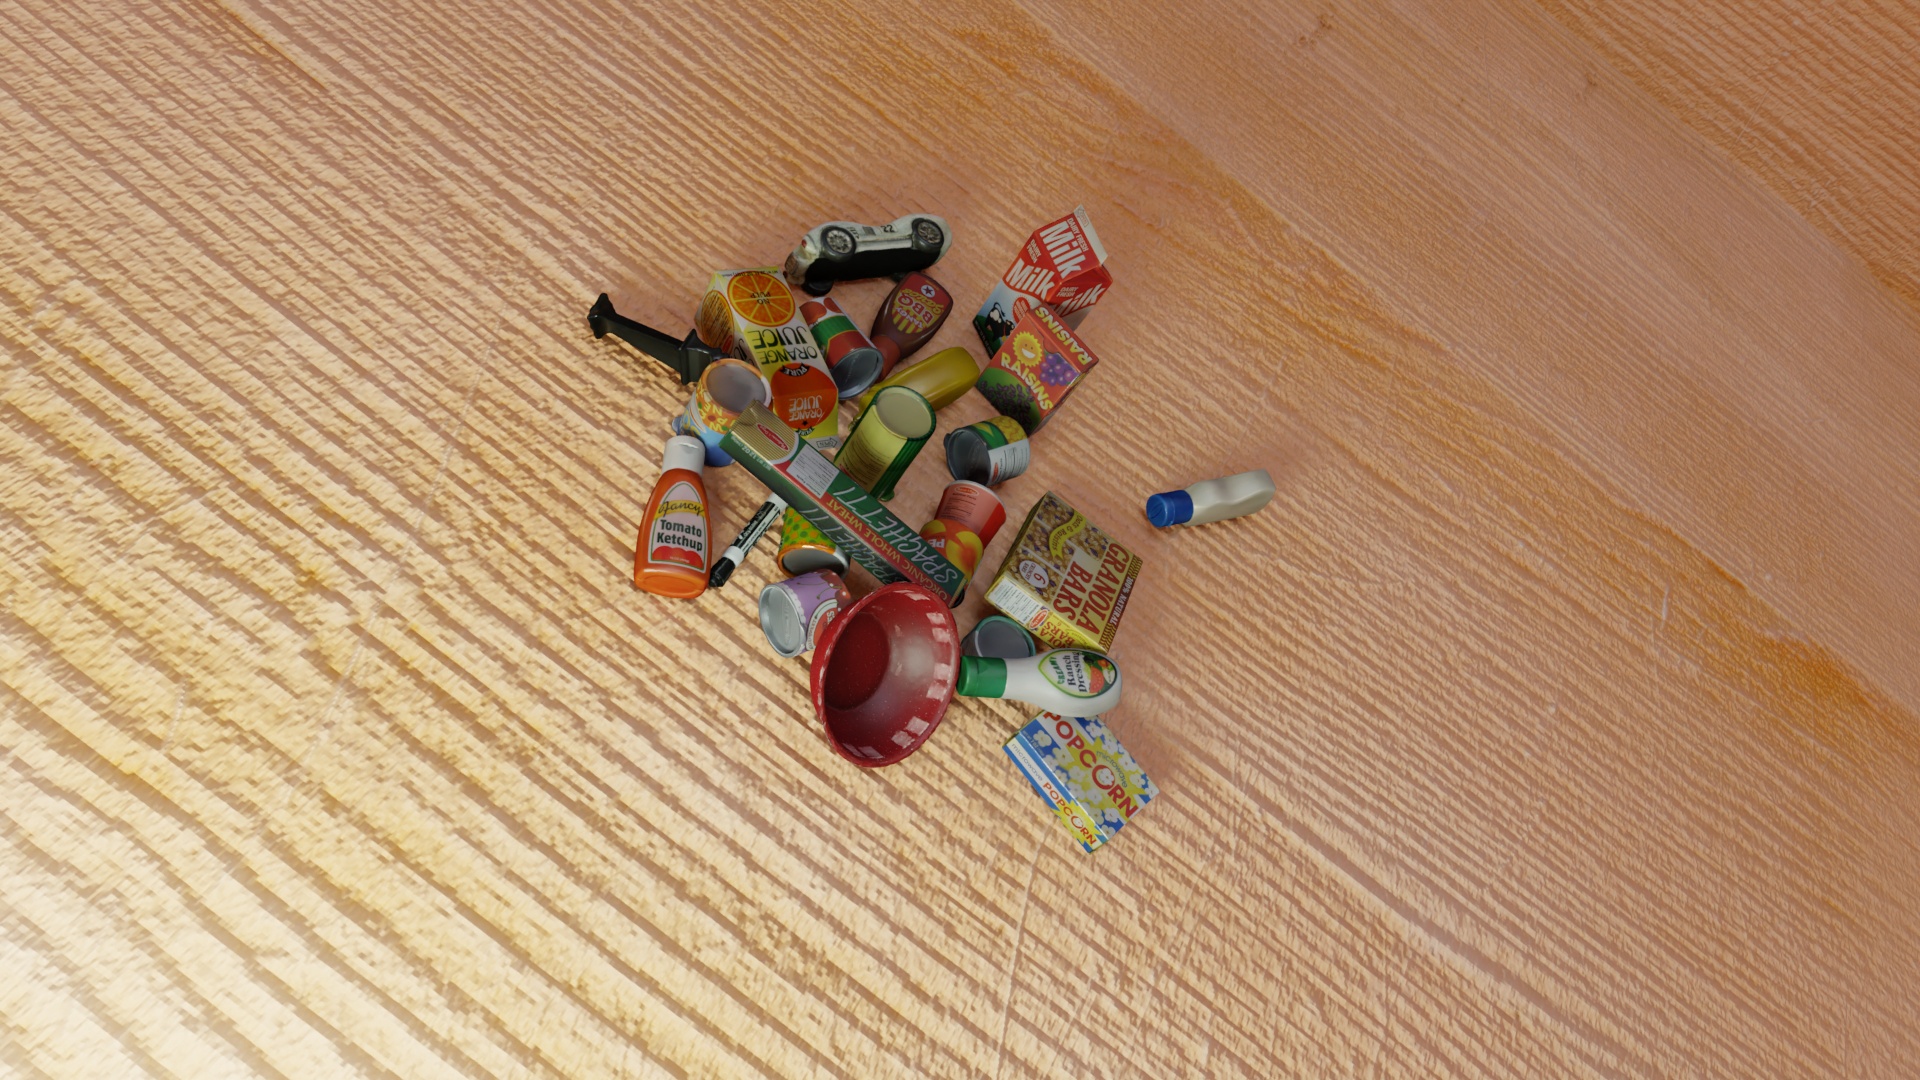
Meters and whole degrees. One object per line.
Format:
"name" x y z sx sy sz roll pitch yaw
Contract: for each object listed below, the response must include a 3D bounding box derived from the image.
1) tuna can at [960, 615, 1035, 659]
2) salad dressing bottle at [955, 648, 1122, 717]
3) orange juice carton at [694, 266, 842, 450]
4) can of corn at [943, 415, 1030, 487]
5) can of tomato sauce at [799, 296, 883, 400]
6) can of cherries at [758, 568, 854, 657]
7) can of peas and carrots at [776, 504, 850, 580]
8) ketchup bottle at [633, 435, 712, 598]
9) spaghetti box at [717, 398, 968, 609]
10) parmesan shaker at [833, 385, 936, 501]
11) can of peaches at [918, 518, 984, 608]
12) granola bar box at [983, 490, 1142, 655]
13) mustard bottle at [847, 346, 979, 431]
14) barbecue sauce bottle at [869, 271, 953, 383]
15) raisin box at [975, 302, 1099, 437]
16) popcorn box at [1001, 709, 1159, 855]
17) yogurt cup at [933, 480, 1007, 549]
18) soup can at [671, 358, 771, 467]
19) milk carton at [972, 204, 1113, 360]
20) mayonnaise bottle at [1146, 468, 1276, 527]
"tuna can" 0.037 0.105 1.297 0.071 0.032 0.071 14 54 -20
"salad dressing bottle" 0.070 0.126 1.250 0.148 0.043 0.064 5 51 -17
"orange juice carton" -0.181 -0.164 1.331 0.072 0.072 0.193 -12 66 -35
"can of corn" 0.027 -0.090 1.403 0.058 0.070 0.071 -20 71 -38
"can of tomato sauce" -0.128 -0.190 1.373 0.071 0.070 0.083 -17 55 -37
"can of cherries" -0.132 0.064 1.206 0.058 0.071 0.071 -17 69 -38
"can of peas and carrots" -0.132 0.000 1.253 0.071 0.070 0.059 18 53 -18
"ketchup bottle" -0.248 -0.023 1.217 0.065 0.043 0.149 13 53 -21
"spaghetti box" -0.101 -0.024 1.221 0.250 0.028 0.050 40 46 -11
"parmesan shaker" -0.070 -0.091 1.323 0.071 0.102 0.071 15 53 -21
"can of peaches" -0.019 0.020 1.300 0.071 0.071 0.058 33 48 -6
"granola bar box" 0.103 0.038 1.354 0.124 0.039 0.166 36 36 -4
"mustard bottle" -0.053 -0.146 1.398 0.161 0.065 0.049 -30 81 -36
"barbecue sauce bottle" -0.064 -0.220 1.455 0.065 0.043 0.149 36 49 -5
"raisin box" 0.078 -0.176 1.452 0.086 0.122 0.040 49 49 7
"popcorn box" 0.110 0.208 1.264 0.085 0.038 0.127 -32 78 -41
"yogurt cup" 0.005 -0.017 1.343 0.072 0.072 0.054 32 57 -7
"soup can" -0.219 -0.117 1.270 0.071 0.083 0.072 14 54 -20
"milk carton" 0.095 -0.267 1.478 0.074 0.189 0.072 -9 64 -34
"mayonnaise bottle" 0.271 -0.043 1.513 0.148 0.064 0.041 -10 66 -30
